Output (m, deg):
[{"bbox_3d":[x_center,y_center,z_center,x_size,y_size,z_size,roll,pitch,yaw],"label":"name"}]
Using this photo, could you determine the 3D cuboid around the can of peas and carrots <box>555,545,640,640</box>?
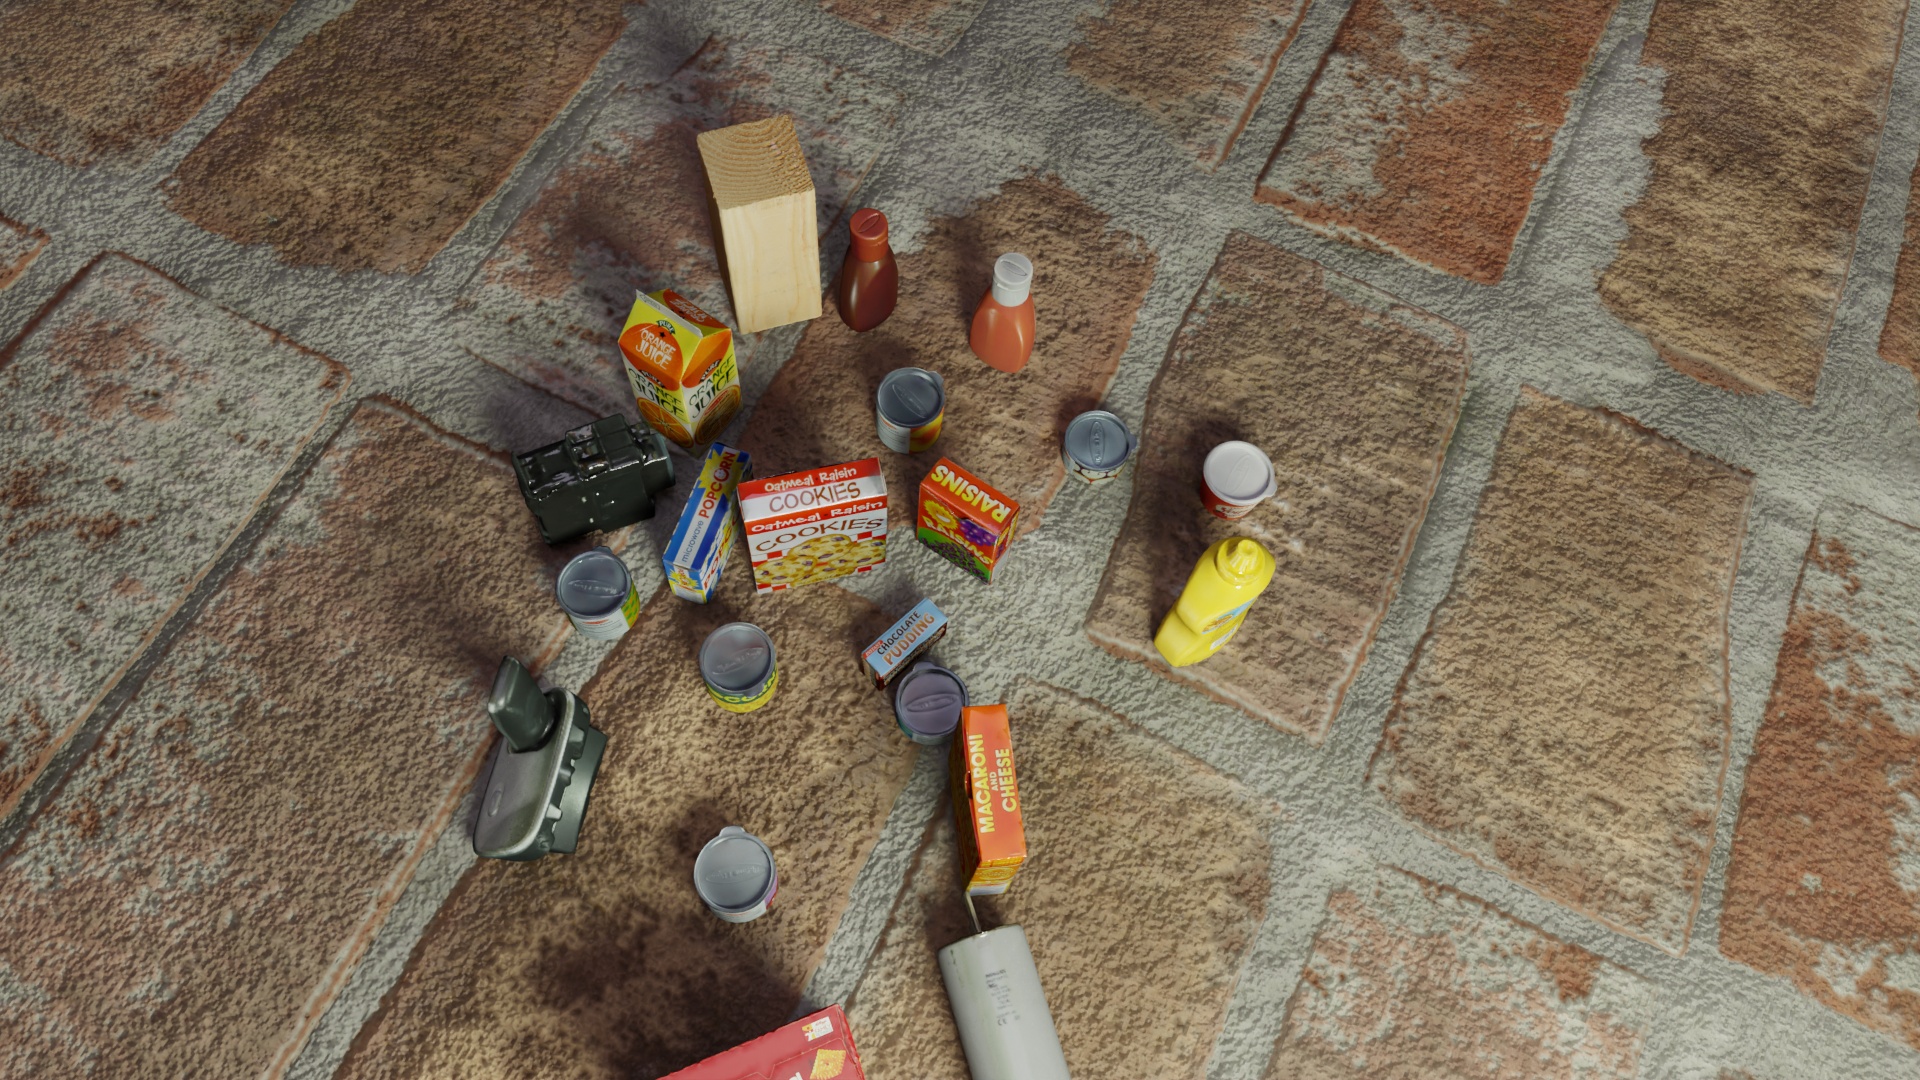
[{"bbox_3d":[-0.325,0.048,1.250,0.071,0.058,0.071,2,66,-3],"label":"can of peas and carrots"}]

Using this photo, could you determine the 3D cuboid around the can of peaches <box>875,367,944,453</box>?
[{"bbox_3d":[-0.048,-0.126,1.347,0.071,0.057,0.071,2,66,-3],"label":"can of peaches"}]

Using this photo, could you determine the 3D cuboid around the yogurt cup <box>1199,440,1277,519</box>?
[{"bbox_3d":[0.263,-0.055,1.340,0.072,0.053,0.072,2,66,-3],"label":"yogurt cup"}]

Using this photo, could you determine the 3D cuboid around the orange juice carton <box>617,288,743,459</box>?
[{"bbox_3d":[-0.256,-0.160,1.274,0.072,0.192,0.073,34,69,10],"label":"orange juice carton"}]

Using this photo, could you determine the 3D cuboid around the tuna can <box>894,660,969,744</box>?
[{"bbox_3d":[-0.026,0.145,1.242,0.071,0.032,0.071,2,66,-3],"label":"tuna can"}]

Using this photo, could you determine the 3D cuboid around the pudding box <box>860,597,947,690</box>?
[{"bbox_3d":[-0.051,0.093,1.254,0.084,0.049,0.030,-40,75,-19],"label":"pudding box"}]

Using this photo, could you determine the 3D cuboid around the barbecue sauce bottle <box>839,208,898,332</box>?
[{"bbox_3d":[-0.089,-0.265,1.356,0.044,0.148,0.065,41,70,13],"label":"barbecue sauce bottle"}]

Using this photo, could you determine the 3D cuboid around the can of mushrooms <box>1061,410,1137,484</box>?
[{"bbox_3d":[0.135,-0.090,1.357,0.071,0.033,0.071,2,66,-3],"label":"can of mushrooms"}]

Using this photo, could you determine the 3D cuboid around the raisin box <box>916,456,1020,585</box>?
[{"bbox_3d":[0.005,-0.016,1.266,0.086,0.123,0.040,34,69,10],"label":"raisin box"}]

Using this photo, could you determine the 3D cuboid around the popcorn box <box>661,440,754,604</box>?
[{"bbox_3d":[-0.228,-0.015,1.270,0.038,0.085,0.127,18,66,4],"label":"popcorn box"}]

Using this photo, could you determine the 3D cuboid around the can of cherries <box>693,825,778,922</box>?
[{"bbox_3d":[-0.185,0.279,1.158,0.071,0.058,0.072,2,66,-3],"label":"can of cherries"}]

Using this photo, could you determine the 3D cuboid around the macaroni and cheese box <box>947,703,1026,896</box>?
[{"bbox_3d":[0.019,0.217,1.141,0.040,0.165,0.124,-5,67,-6],"label":"macaroni and cheese box"}]

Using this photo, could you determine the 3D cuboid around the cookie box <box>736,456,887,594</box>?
[{"bbox_3d":[-0.129,-0.012,1.231,0.123,0.166,0.040,-12,68,-9],"label":"cookie box"}]

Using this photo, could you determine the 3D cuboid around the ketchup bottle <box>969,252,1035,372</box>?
[{"bbox_3d":[0.044,-0.221,1.346,0.065,0.148,0.044,31,68,9],"label":"ketchup bottle"}]

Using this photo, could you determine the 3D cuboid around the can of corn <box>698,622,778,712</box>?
[{"bbox_3d":[-0.194,0.115,1.229,0.071,0.058,0.071,2,66,-3],"label":"can of corn"}]
